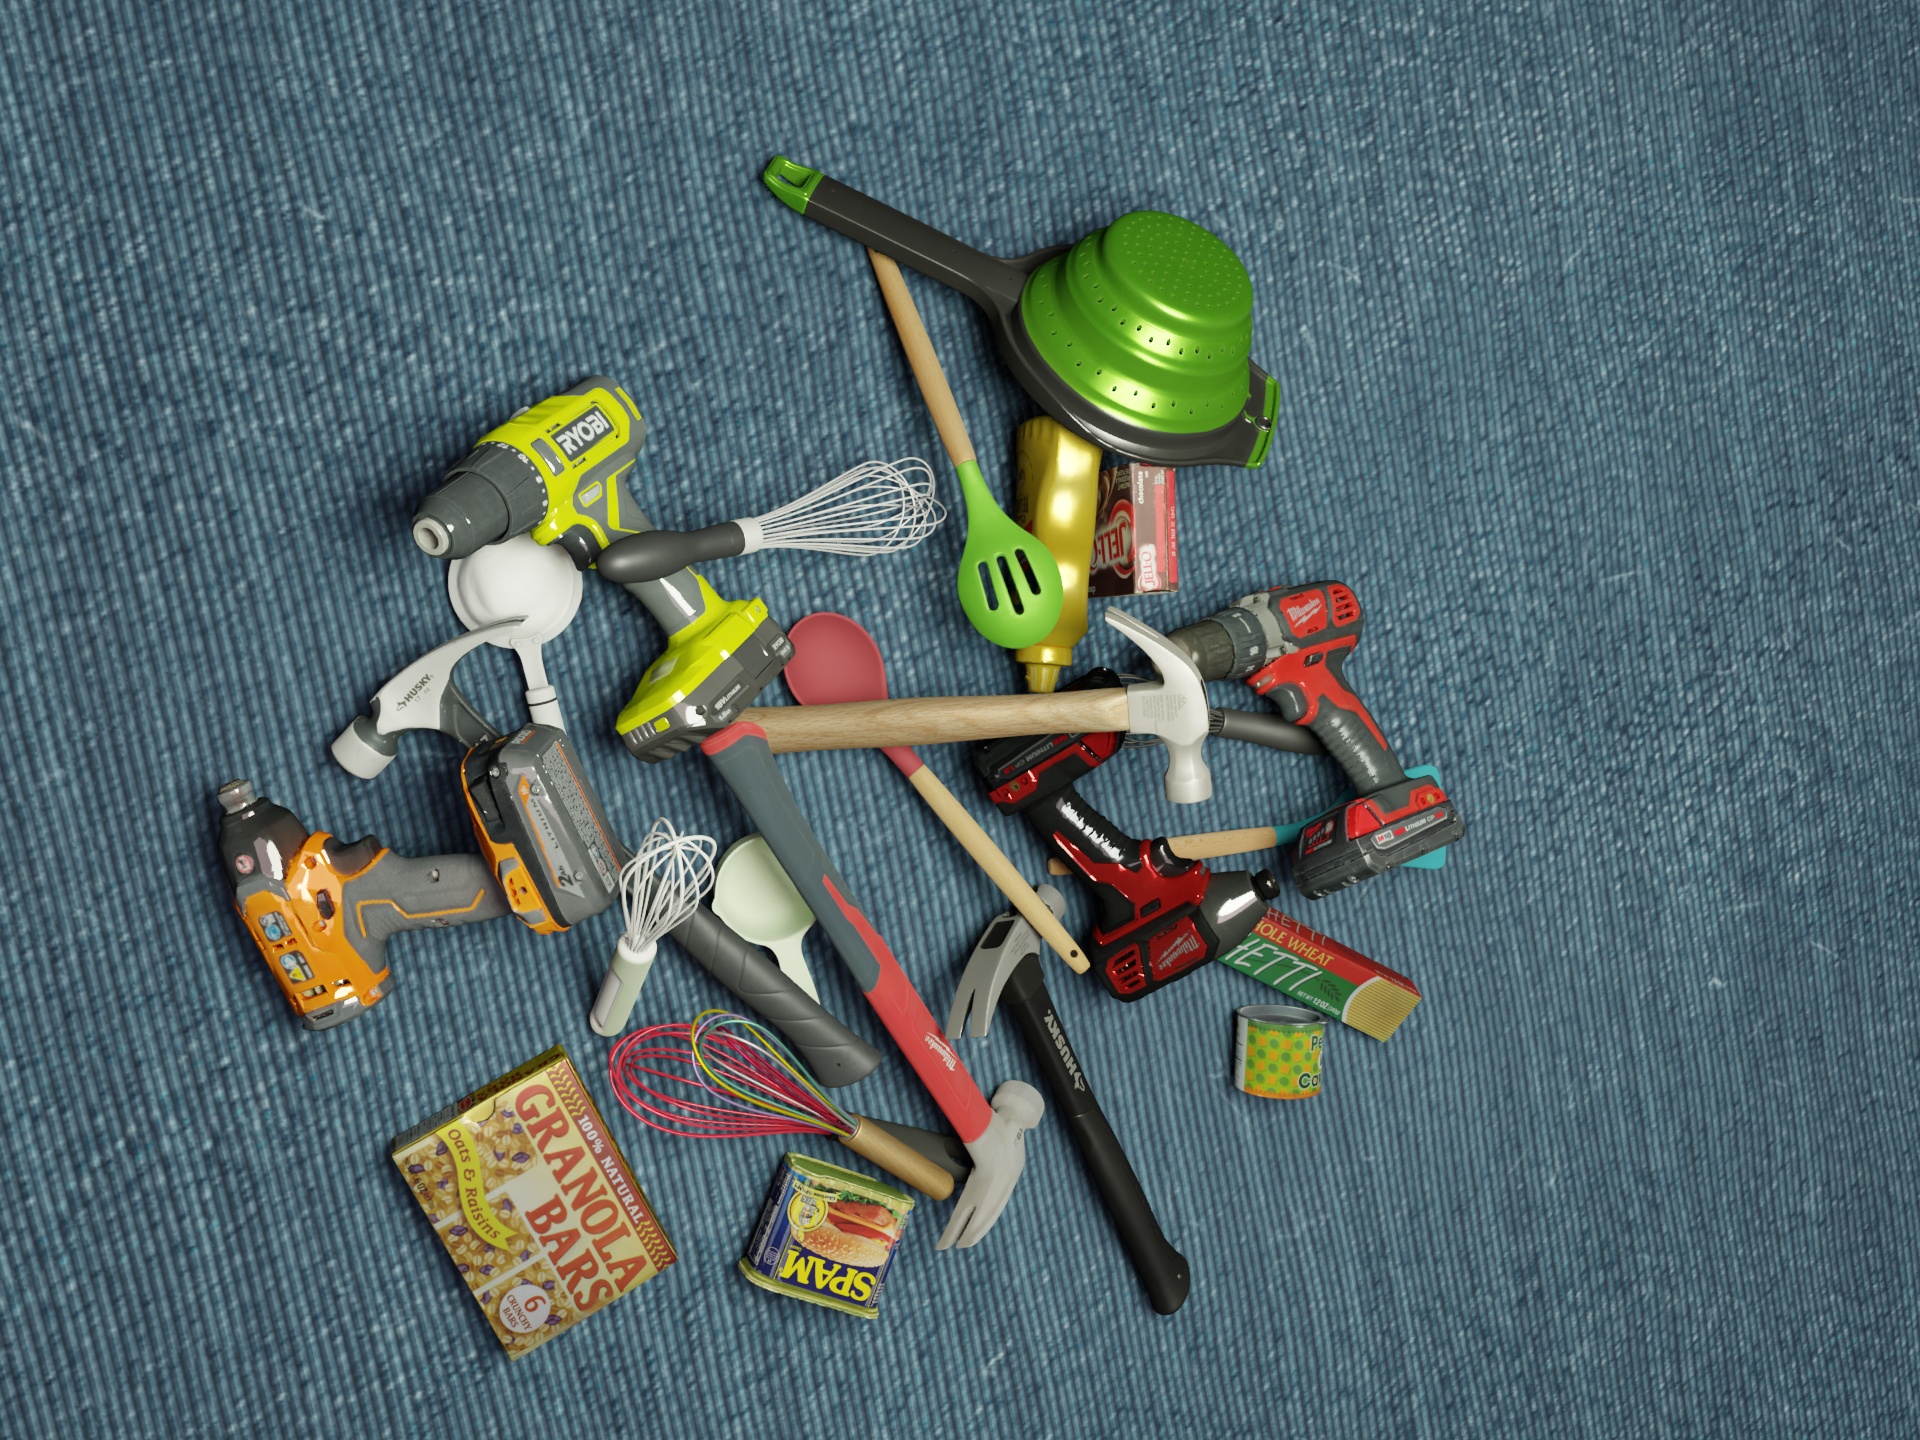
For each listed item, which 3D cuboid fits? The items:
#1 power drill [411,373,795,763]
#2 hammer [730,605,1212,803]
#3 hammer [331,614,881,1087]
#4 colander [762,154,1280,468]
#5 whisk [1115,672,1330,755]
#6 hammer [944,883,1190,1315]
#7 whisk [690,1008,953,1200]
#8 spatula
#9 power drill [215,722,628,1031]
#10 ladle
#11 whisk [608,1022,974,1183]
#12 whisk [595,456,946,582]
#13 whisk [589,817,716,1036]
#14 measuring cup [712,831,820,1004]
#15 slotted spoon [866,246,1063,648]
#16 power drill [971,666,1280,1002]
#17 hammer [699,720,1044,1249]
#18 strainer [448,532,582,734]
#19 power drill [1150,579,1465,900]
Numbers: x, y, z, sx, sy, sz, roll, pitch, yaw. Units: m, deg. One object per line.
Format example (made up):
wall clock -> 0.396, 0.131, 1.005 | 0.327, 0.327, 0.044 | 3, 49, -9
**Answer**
power drill -> -0.223, -0.090, 1.002 | 0.228, 0.080, 0.191 | 54, 37, -15
hammer -> -0.002, -0.003, 1.063 | 0.331, 0.031, 0.130 | -3, 106, 11
hammer -> -0.207, 0.102, 1.046 | 0.149, 0.036, 0.408 | -43, 103, 11
colander -> 0.059, -0.313, 1.082 | 0.397, 0.094, 0.205 | 25, 50, -6
whisk -> 0.196, 0.004, 1.200 | 0.238, 0.055, 0.055 | 8, 90, -22
hammer -> 0.091, 0.296, 1.158 | 0.146, 0.035, 0.334 | -44, 115, -49
whisk -> -0.088, 0.259, 1.061 | 0.051, 0.047, 0.244 | -46, 121, 4
spatula -> 0.219, 0.091, 1.212 | 0.317, 0.044, 0.082 | -7, 94, -17
power drill -> -0.340, 0.083, 0.977 | 0.226, 0.084, 0.164 | -21, 105, 8
ladle -> -0.013, 0.054, 1.114 | 0.069, 0.031, 0.315 | -40, 91, -13
whisk -> -0.106, 0.274, 1.106 | 0.295, 0.073, 0.073 | 23, 85, -23
whisk -> -0.116, -0.126, 1.034 | 0.284, 0.070, 0.070 | -19, 99, -44
whisk -> -0.201, 0.138, 0.994 | 0.059, 0.246, 0.058 | -16, 62, -34
measuring cup -> -0.122, 0.156, 1.108 | 0.083, 0.038, 0.167 | -17, 102, -12
slotted spoon -> -0.008, -0.197, 1.089 | 0.070, 0.031, 0.314 | -21, 79, 2
power drill -> 0.118, 0.080, 1.122 | 0.143, 0.078, 0.219 | -31, 96, 18
hammer -> -0.066, 0.172, 1.062 | 0.386, 0.038, 0.143 | 59, 35, -18
strainer -> -0.277, -0.024, 1.044 | 0.087, 0.050, 0.258 | -12, 102, -2
power drill -> 0.248, 0.011, 1.159 | 0.188, 0.080, 0.227 | -16, 77, -33
